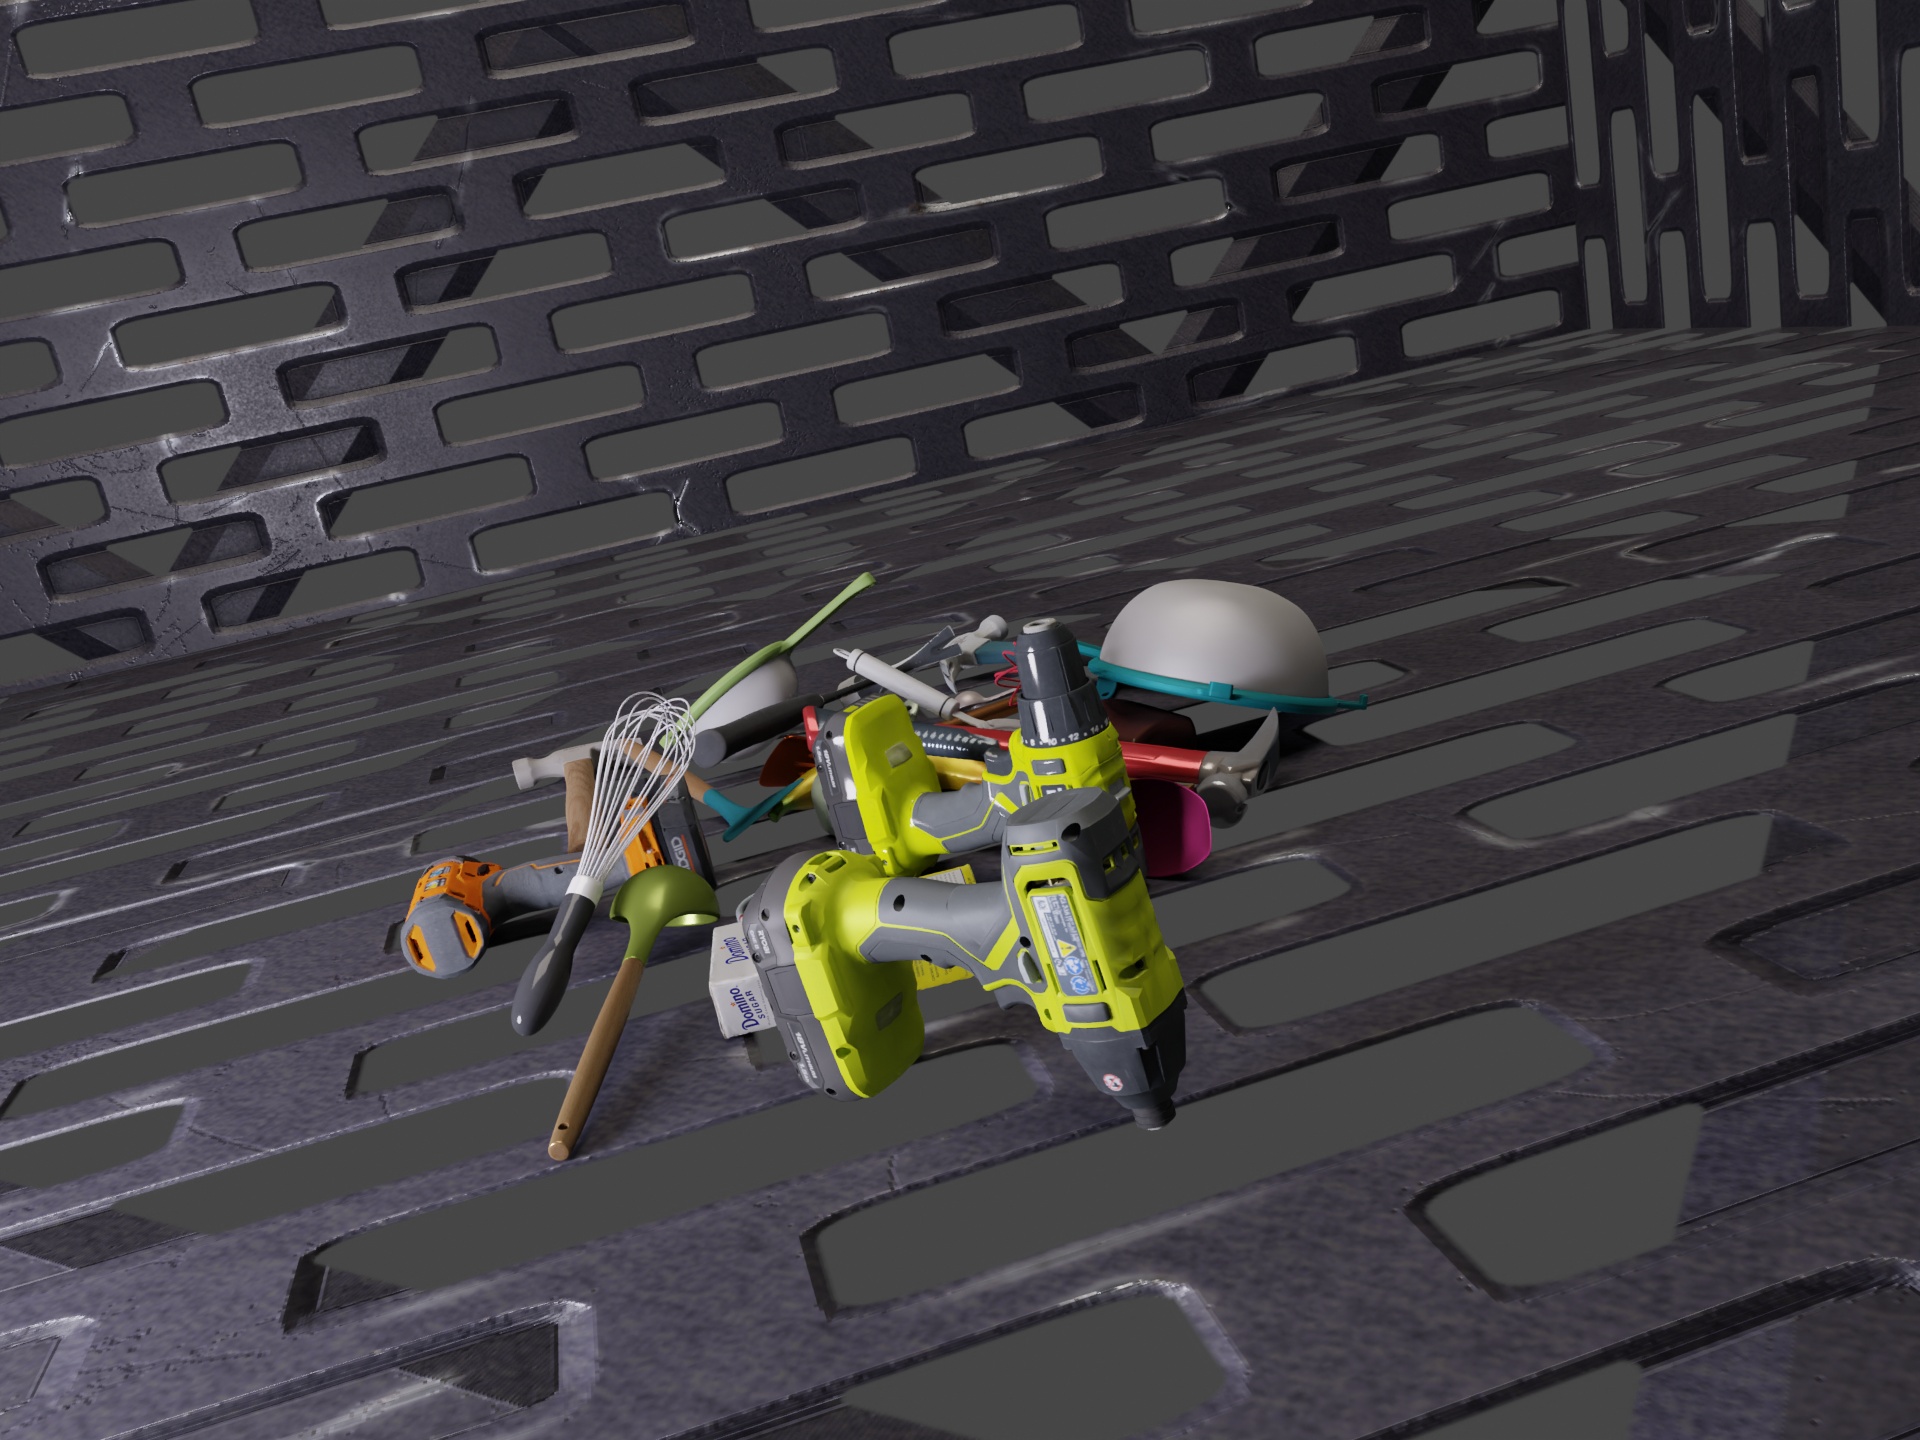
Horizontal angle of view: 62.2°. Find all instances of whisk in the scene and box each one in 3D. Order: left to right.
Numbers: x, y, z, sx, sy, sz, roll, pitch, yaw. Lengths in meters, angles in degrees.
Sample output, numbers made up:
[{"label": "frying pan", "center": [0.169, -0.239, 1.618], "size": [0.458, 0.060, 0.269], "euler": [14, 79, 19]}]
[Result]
[{"label": "whisk", "center": [-0.253, 0.094, 1.117], "size": [0.070, 0.070, 0.285], "euler": [-4, 49, 26]}, {"label": "whisk", "center": [0.073, -0.032, 1.388], "size": [0.073, 0.073, 0.296], "euler": [-10, -4, 4]}]

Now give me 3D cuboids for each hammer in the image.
[{"label": "hammer", "center": [-0.351, 0.073, 1.487], "size": [0.130, 0.031, 0.331], "euler": [-15, 17, -12]}, {"label": "hammer", "center": [-0.125, -0.017, 1.442], "size": [0.149, 0.036, 0.409], "euler": [-27, 0, 24]}, {"label": "hammer", "center": [0.053, 0.016, 1.247], "size": [0.386, 0.038, 0.143], "euler": [6, 27, 25]}, {"label": "hammer", "center": [0.105, -0.069, 1.592], "size": [0.331, 0.033, 0.128], "euler": [2, 30, 46]}]

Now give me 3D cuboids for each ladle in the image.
[{"label": "ladle", "center": [-0.214, 0.183, 1.020], "size": [0.078, 0.062, 0.320], "euler": [-2, 24, 3]}]

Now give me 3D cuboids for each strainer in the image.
[{"label": "strainer", "center": [-0.167, -0.039, 1.547], "size": [0.256, 0.069, 0.151], "euler": [-40, -3, 8]}, {"label": "strainer", "center": [-0.002, -0.004, 1.352], "size": [0.258, 0.050, 0.087], "euler": [28, 25, 19]}, {"label": "strainer", "center": [0.178, -0.083, 1.384], "size": [0.211, 0.095, 0.341], "euler": [3, 10, -40]}]

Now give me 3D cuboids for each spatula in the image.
[{"label": "spatula", "center": [-0.238, 0.052, 1.417], "size": [0.082, 0.044, 0.318], "euler": [-41, 34, -20]}, {"label": "spatula", "center": [-0.035, 0.007, 1.464], "size": [0.322, 0.041, 0.081], "euler": [-20, -23, -36]}]

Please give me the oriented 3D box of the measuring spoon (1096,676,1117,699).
[{"label": "measuring spoon", "center": [0.149, -0.041, 1.563], "size": [0.042, 0.021, 0.129], "euler": [-14, 24, 18]}]

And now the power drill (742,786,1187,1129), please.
[{"label": "power drill", "center": [0.006, 0.132, 0.823], "size": [0.223, 0.171, 0.080], "euler": [-10, 13, 37]}]

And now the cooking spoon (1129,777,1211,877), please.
[{"label": "cooking spoon", "center": [0.053, 0.077, 1.163], "size": [0.319, 0.069, 0.017], "euler": [-3, 4, 45]}]

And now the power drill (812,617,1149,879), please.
[{"label": "power drill", "center": [0.011, 0.031, 1.102], "size": [0.228, 0.190, 0.080], "euler": [-5, 17, 38]}]

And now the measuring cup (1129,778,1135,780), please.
[{"label": "measuring cup", "center": [0.073, 0.057, 1.255], "size": [0.156, 0.029, 0.062], "euler": [-14, 16, 0]}]

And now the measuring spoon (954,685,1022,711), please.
[{"label": "measuring spoon", "center": [0.048, -0.034, 1.545], "size": [0.124, 0.018, 0.034], "euler": [-19, -9, 11]}]

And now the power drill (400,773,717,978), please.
[{"label": "power drill", "center": [-0.311, 0.116, 1.231], "size": [0.226, 0.084, 0.164], "euler": [-18, 16, -9]}]

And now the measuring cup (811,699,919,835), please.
[{"label": "measuring cup", "center": [-0.071, 0.027, 1.328], "size": [0.083, 0.038, 0.168], "euler": [2, 43, 23]}]
